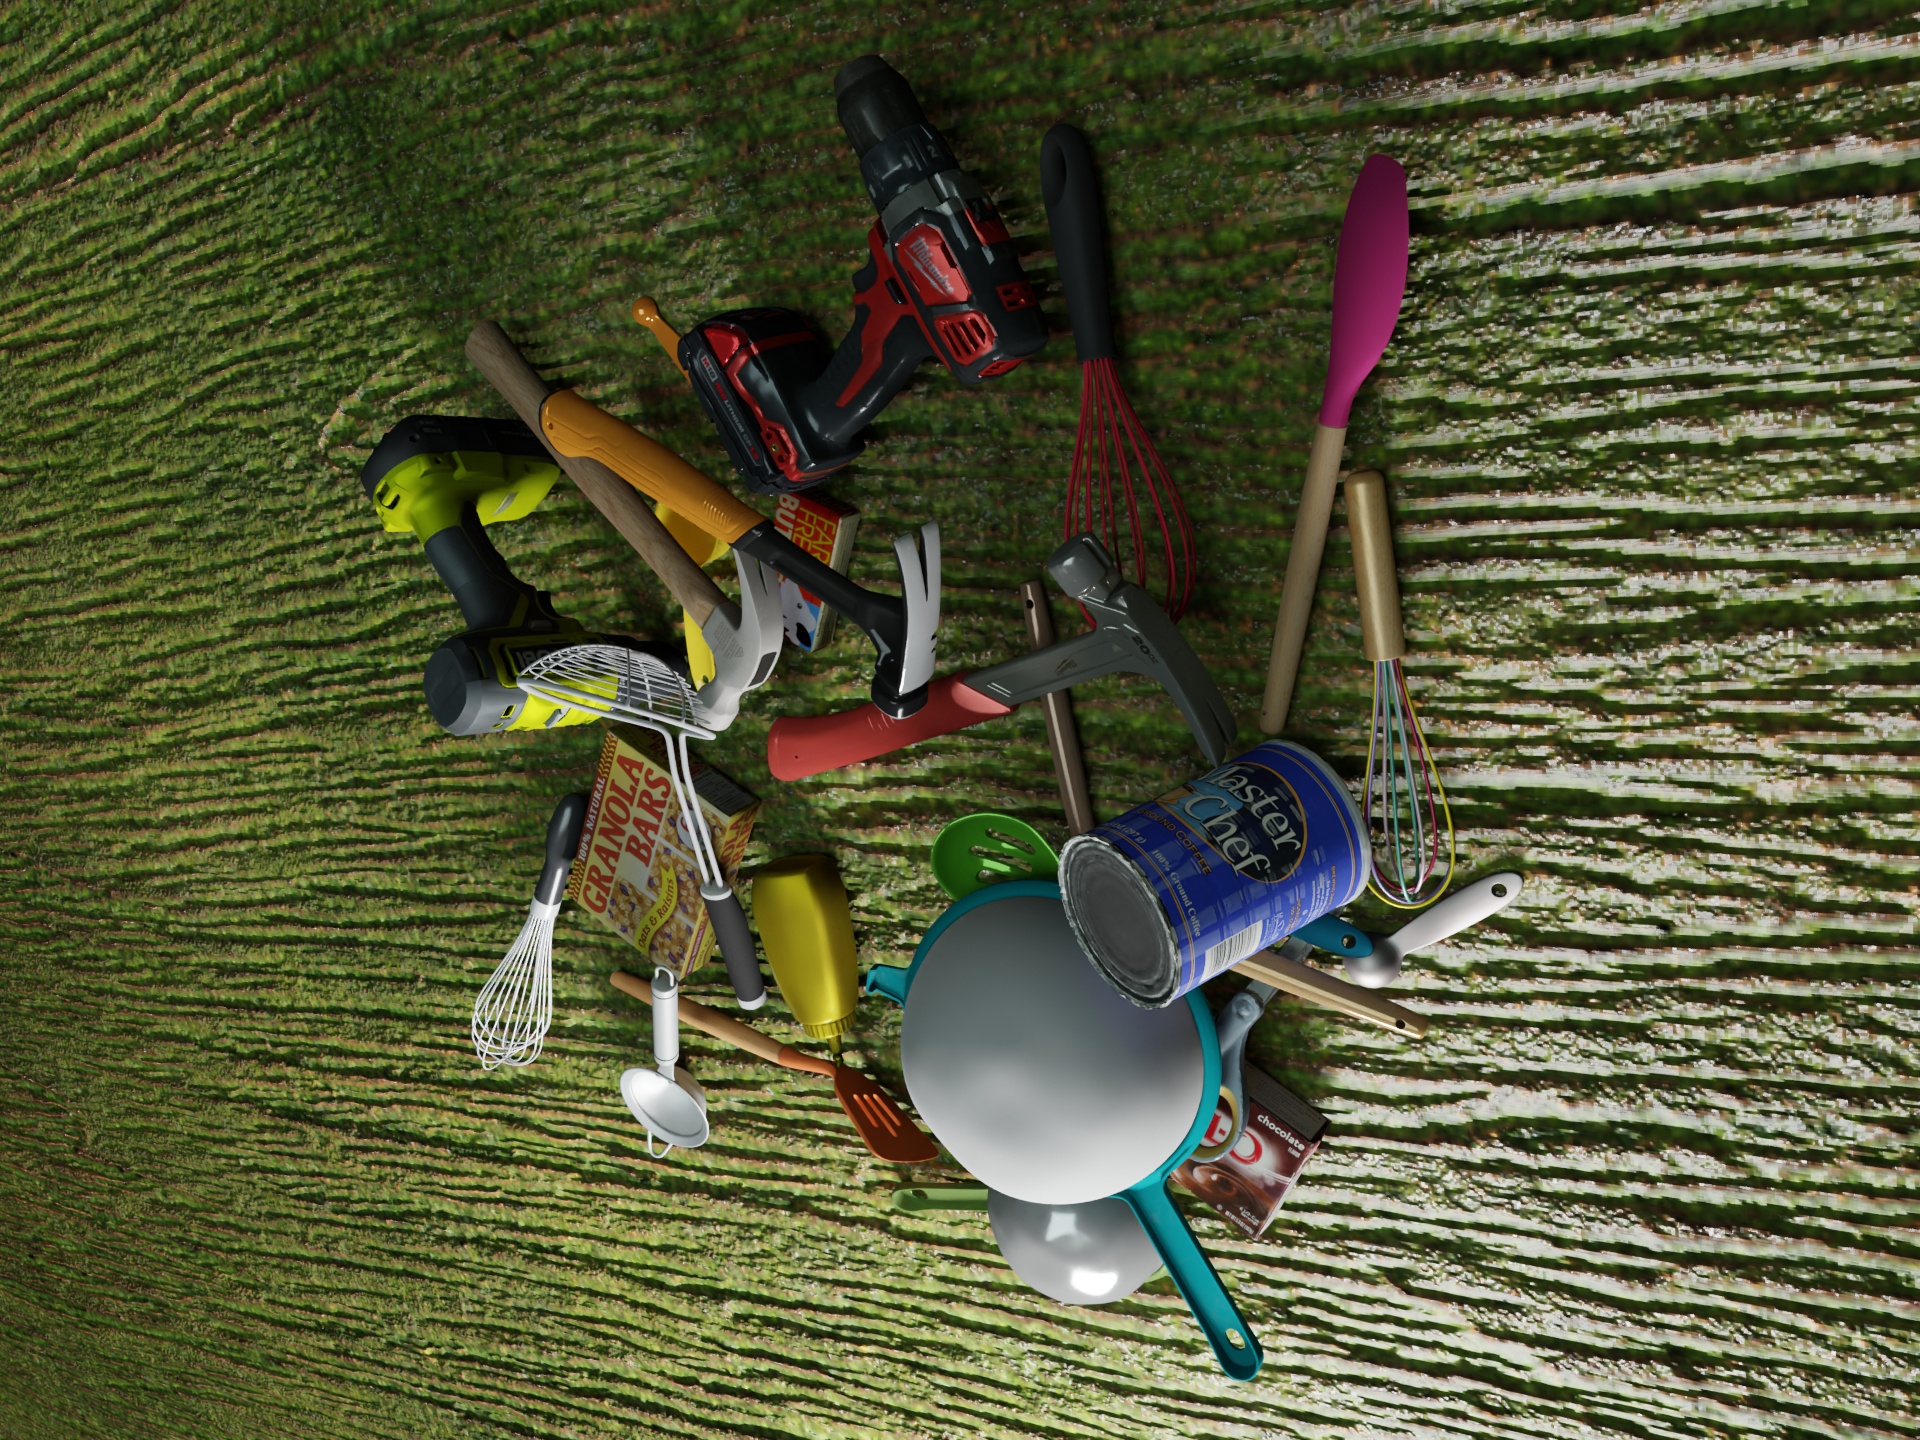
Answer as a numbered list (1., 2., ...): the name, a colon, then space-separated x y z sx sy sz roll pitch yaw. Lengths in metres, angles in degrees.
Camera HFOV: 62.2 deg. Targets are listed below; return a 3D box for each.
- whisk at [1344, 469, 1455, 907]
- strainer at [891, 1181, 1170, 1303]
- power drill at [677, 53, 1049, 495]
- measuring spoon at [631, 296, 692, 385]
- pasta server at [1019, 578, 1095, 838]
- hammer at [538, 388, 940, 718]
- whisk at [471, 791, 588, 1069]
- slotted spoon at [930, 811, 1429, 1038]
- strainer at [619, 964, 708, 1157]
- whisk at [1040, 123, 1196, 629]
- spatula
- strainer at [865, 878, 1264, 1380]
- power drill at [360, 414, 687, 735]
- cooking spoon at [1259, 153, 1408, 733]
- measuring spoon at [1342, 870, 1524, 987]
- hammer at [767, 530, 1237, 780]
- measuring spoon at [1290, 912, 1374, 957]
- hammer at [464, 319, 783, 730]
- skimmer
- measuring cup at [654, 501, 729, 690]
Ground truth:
1. whisk: 0.230 -0.013 0.864 0.047 0.051 0.245 -1 104 40
2. strainer: 0.031 0.350 1.102 0.256 0.069 0.151 -14 112 43
3. power drill: -0.068 -0.252 0.934 0.226 0.080 0.188 -26 92 42
4. measuring spoon: -0.185 -0.240 1.070 0.117 0.011 0.021 50 127 7
5. pasta server: 0.074 0.067 1.000 0.060 0.040 0.316 -7 103 26
6. hammer: -0.144 -0.131 0.974 0.337 0.034 0.127 33 138 27
7. whisk: -0.350 0.178 1.311 0.070 0.070 0.284 32 117 20
8. slotted spoon: 0.126 0.127 0.958 0.314 0.031 0.070 20 109 21
9. strainer: -0.226 0.261 1.235 0.087 0.050 0.258 26 140 14
10. whisk: 0.081 -0.183 0.891 0.073 0.073 0.296 -6 98 35
11. spatula: -0.156 0.257 1.217 0.323 0.081 0.041 16 88 33
12. strainer: 0.075 0.263 0.950 0.211 0.095 0.340 -32 88 29
13. power drill: -0.305 -0.098 1.116 0.080 0.190 0.229 -40 70 37
14. cooking spoon: 0.192 -0.133 0.844 0.069 0.017 0.318 -117 28 -57
15. measuring spoon: 0.266 0.119 0.904 0.124 0.018 0.034 -40 84 36
16. hammer: -0.002 -0.003 0.985 0.359 0.037 0.149 -18 116 48
17. measuring spoon: 0.182 0.112 0.939 0.129 0.021 0.042 20 95 34
18. hammer: -0.235 -0.154 1.090 0.331 0.031 0.130 49 128 14
19. skimmer: -0.198 0.092 1.089 0.127 0.090 0.362 11 133 25
20. measuring cup: -0.179 -0.091 1.115 0.062 0.029 0.156 11 116 30
